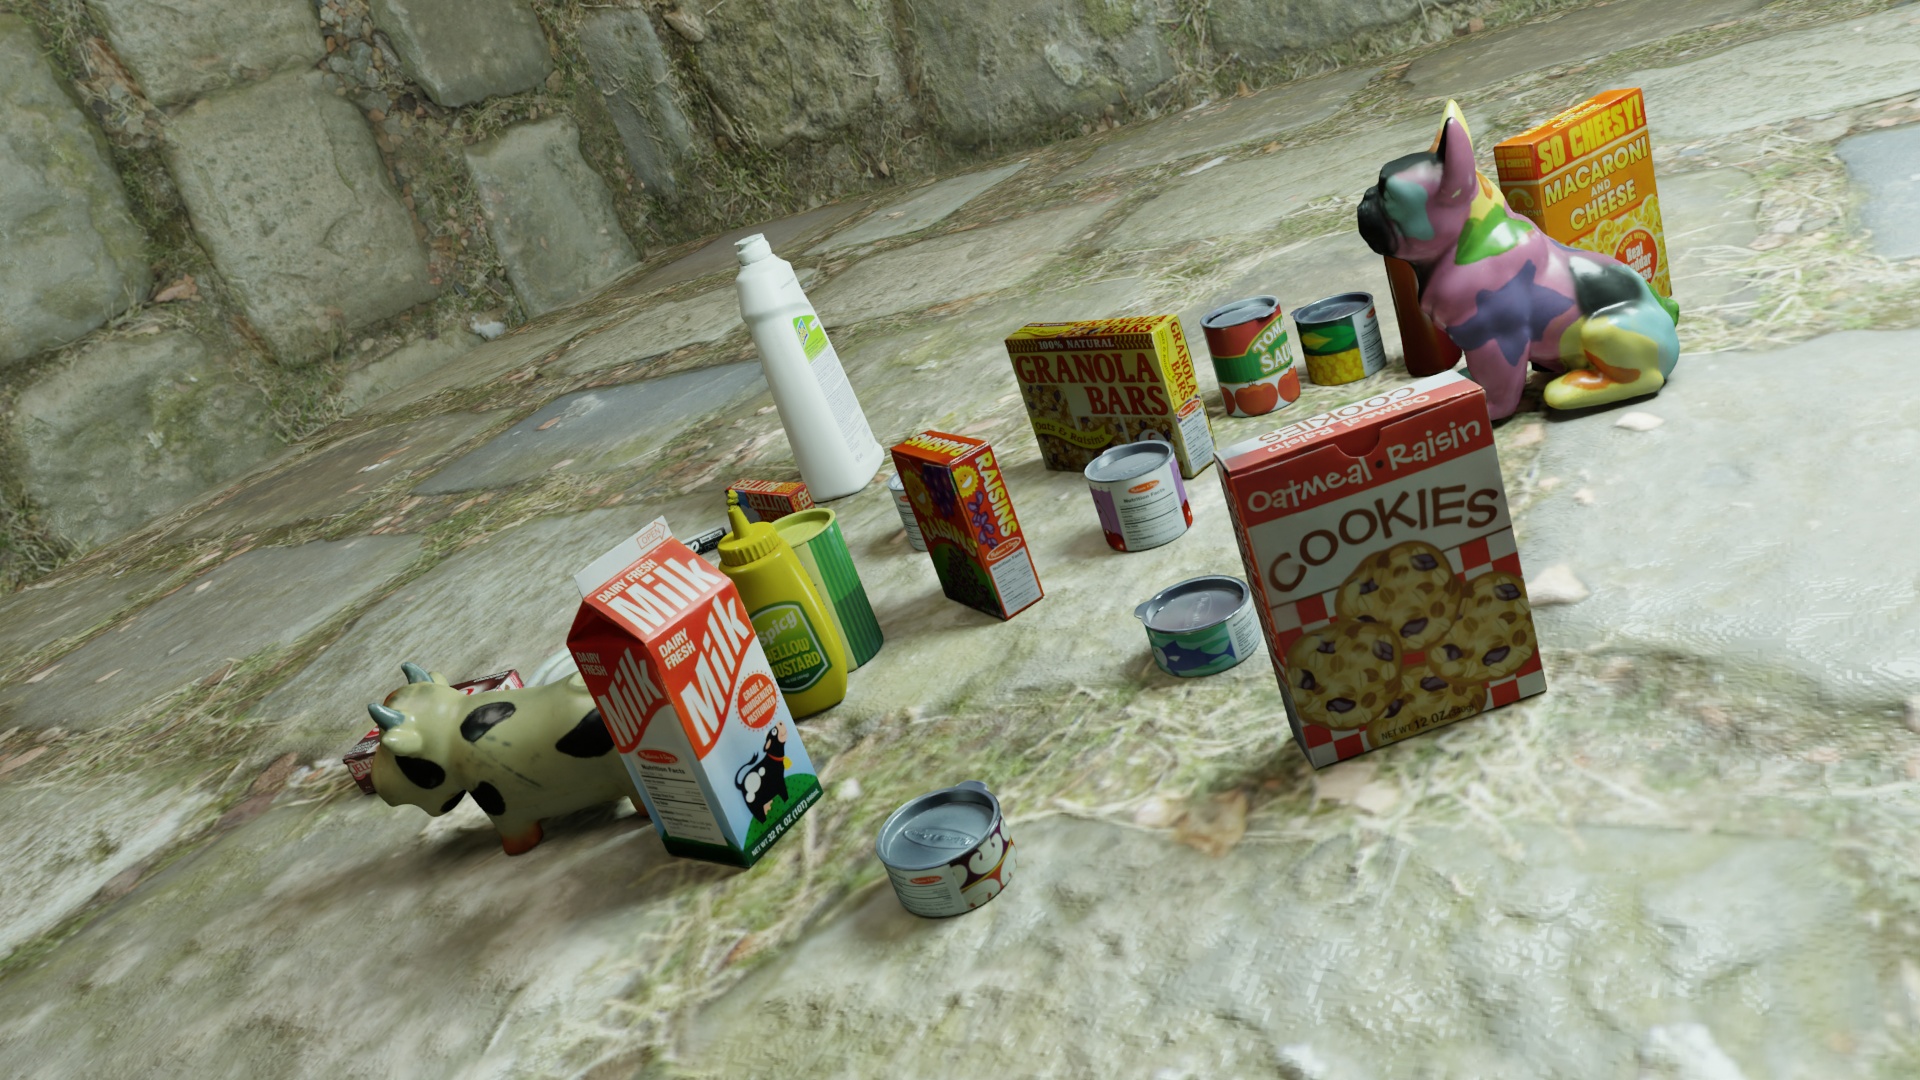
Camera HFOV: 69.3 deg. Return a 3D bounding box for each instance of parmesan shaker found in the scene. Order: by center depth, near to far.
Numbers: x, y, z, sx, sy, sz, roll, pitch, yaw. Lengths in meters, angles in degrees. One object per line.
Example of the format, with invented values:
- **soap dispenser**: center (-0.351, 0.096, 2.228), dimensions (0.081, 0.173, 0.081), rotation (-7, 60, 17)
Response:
- **parmesan shaker**: center (-0.104, 0.038, 0.979), dimensions (0.071, 0.102, 0.071), rotation (-17, 21, 7)

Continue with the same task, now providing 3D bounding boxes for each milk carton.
- **milk carton**: center (-0.156, 0.086, 0.792), dimensions (0.073, 0.190, 0.073), rotation (-2, 27, 38)

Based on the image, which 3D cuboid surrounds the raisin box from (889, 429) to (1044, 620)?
- **raisin box**: center (0.003, -0.012, 0.977), dimensions (0.040, 0.123, 0.086), rotation (-29, 23, -22)

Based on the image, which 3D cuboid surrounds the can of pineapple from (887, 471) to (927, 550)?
- **can of pineapple**: center (-0.018, -0.033, 1.134), dimensions (0.071, 0.057, 0.071), rotation (-17, 21, 7)

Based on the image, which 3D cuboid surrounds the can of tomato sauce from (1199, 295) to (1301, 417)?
- **can of tomato sauce**: center (0.244, -0.154, 1.160), dimensions (0.071, 0.082, 0.071), rotation (-17, 21, 7)

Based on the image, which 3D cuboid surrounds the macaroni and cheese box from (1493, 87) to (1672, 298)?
- **macaroni and cheese box**: center (0.474, -0.241, 1.056), dimensions (0.124, 0.166, 0.040), rotation (-28, 23, -20)

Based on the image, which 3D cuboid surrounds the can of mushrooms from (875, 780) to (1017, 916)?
- **can of mushrooms**: center (-0.005, 0.156, 0.705), dimensions (0.071, 0.033, 0.071), rotation (-17, 22, 7)

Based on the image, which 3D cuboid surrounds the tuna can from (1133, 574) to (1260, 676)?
- **tuna can**: center (0.141, 0.051, 0.829), dimensions (0.071, 0.032, 0.071), rotation (-17, 22, 7)

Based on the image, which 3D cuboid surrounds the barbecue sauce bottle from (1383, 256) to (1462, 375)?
- **barbecue sauce bottle**: center (0.362, -0.209, 1.101), dimensions (0.043, 0.148, 0.065), rotation (-7, 25, 31)

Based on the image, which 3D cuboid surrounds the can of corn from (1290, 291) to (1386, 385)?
- **can of corn**: center (0.317, -0.169, 1.167), dimensions (0.071, 0.058, 0.071), rotation (-17, 21, 7)

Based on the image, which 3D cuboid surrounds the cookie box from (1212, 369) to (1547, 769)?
- **cookie box**: center (0.205, 0.016, 0.674), dimensions (0.123, 0.167, 0.040), rotation (-19, 21, 2)

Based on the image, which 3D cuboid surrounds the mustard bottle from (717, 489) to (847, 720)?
- **mustard bottle**: center (-0.125, 0.040, 0.913), dimensions (0.065, 0.159, 0.049), rotation (-21, 21, -2)

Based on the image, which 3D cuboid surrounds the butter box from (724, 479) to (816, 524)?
- **butter box**: center (-0.168, -0.026, 1.255), dimensions (0.103, 0.053, 0.024), rotation (5, 33, 47)

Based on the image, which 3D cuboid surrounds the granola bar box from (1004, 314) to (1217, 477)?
- **granola bar box**: center (0.120, -0.116, 1.123), dimensions (0.039, 0.123, 0.165), rotation (-35, 26, -33)

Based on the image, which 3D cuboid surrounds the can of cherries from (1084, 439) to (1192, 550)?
- **can of cherries**: center (0.129, -0.033, 1.006), dimensions (0.071, 0.058, 0.072), rotation (-17, 21, 7)
